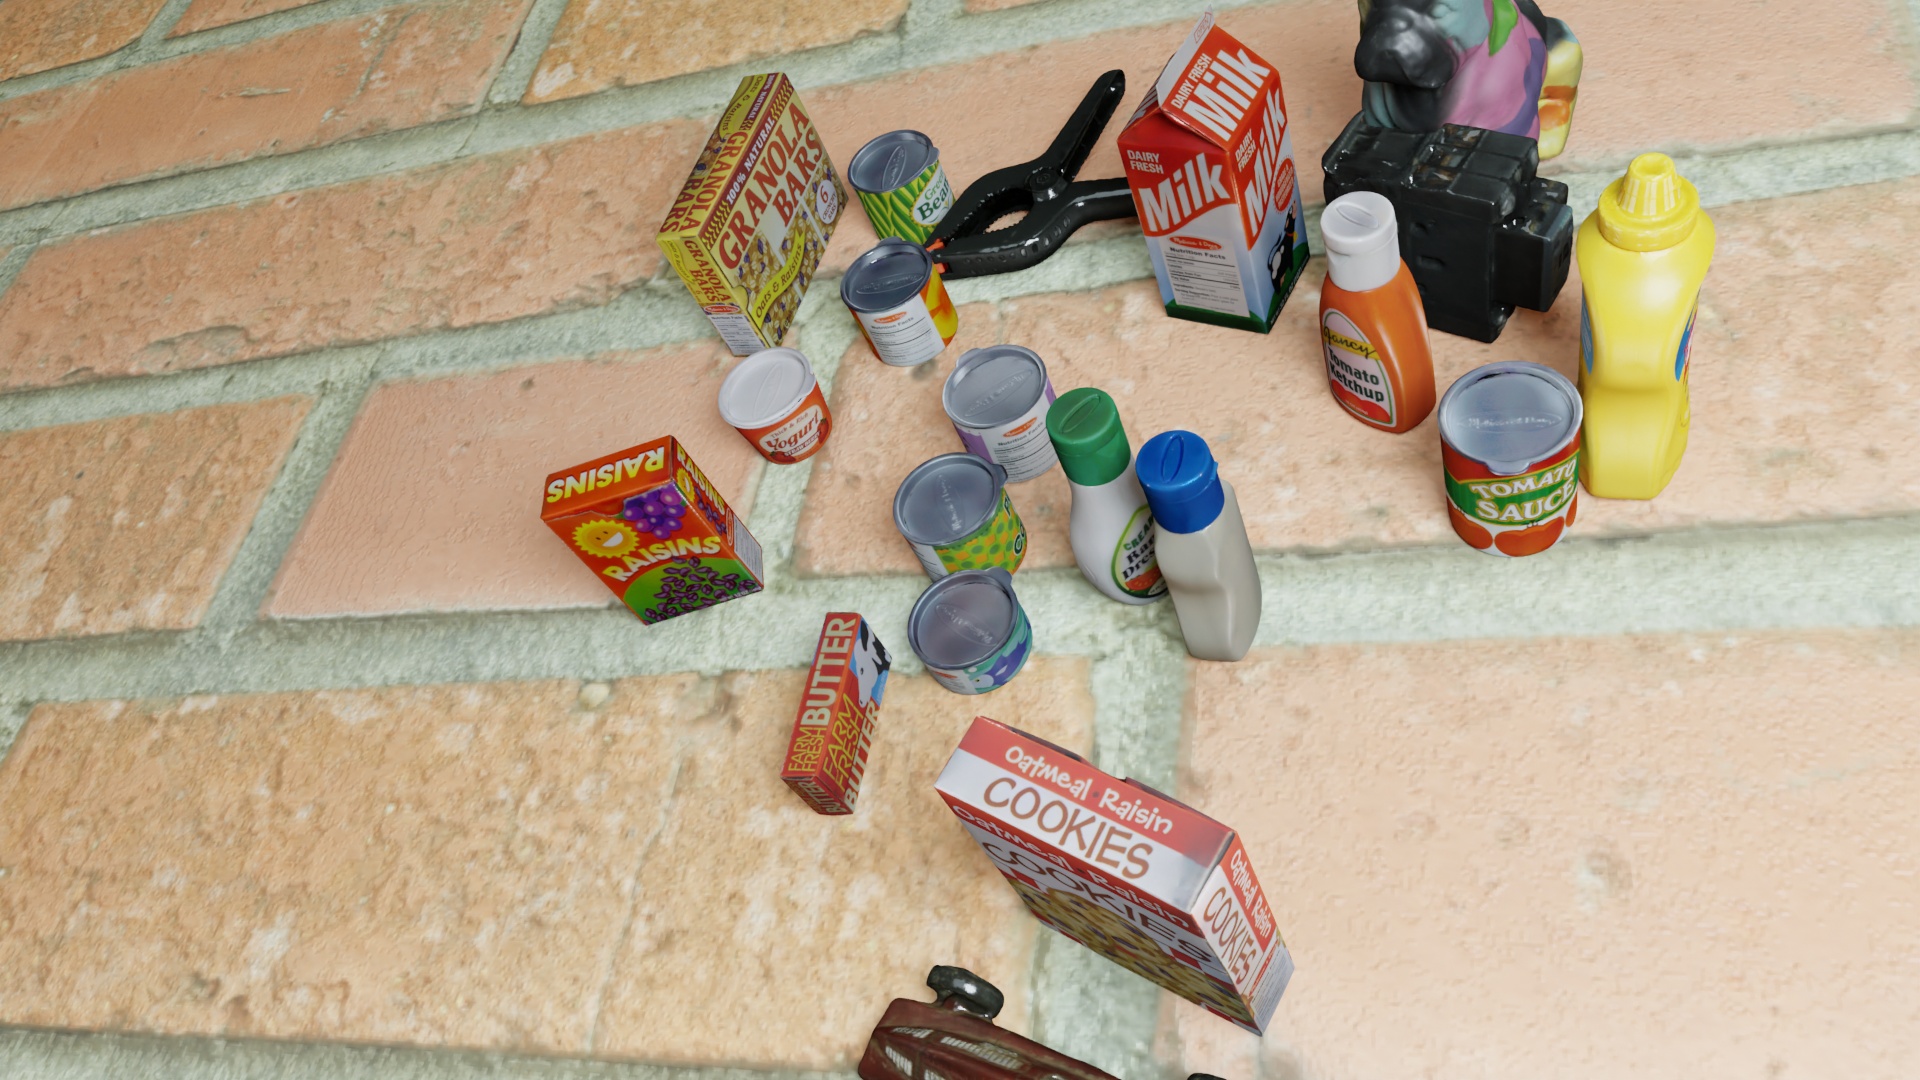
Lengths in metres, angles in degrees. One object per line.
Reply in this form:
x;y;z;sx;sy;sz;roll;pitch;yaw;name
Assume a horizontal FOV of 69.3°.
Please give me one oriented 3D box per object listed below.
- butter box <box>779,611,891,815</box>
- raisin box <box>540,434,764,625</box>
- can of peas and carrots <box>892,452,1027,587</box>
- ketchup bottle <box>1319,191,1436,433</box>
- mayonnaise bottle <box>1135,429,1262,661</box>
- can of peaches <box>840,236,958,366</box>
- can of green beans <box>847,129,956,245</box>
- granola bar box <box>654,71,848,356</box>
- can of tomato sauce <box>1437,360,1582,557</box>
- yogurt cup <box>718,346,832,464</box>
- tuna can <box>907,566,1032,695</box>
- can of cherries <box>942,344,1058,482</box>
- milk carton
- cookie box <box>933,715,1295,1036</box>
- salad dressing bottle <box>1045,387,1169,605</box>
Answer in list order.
-0.068;0.096;0.775;0.024;0.053;0.104;-1;56;22;butter box
-0.186;-0.003;0.851;0.086;0.123;0.040;-16;52;11;raisin box
0.003;-0.010;0.821;0.071;0.058;0.071;-11;52;15;can of peas and carrots
0.223;-0.123;0.755;0.043;0.148;0.065;-41;51;-9;ketchup bottle
0.122;0.002;0.705;0.041;0.147;0.065;2;57;24;mayonnaise bottle
-0.041;-0.163;0.951;0.071;0.058;0.071;-11;52;15;can of peaches
-0.042;-0.258;1.021;0.071;0.057;0.071;-11;52;15;can of green beans
-0.144;-0.234;1.003;0.039;0.123;0.166;4;58;25;granola bar box
0.282;-0.039;0.711;0.071;0.082;0.071;-11;53;15;can of tomato sauce
-0.121;-0.088;0.932;0.072;0.053;0.073;-11;52;15;yogurt cup
0.008;0.050;0.791;0.071;0.032;0.071;-11;52;15;tuna can
0.028;-0.080;0.861;0.071;0.058;0.072;-11;52;15;can of cherries
0.150;-0.216;0.826;0.073;0.189;0.072;17;64;31;milk carton
0.072;0.148;0.606;0.123;0.166;0.040;20;65;32;cookie box
0.081;-0.022;0.739;0.064;0.147;0.044;-44;52;-12;salad dressing bottle
